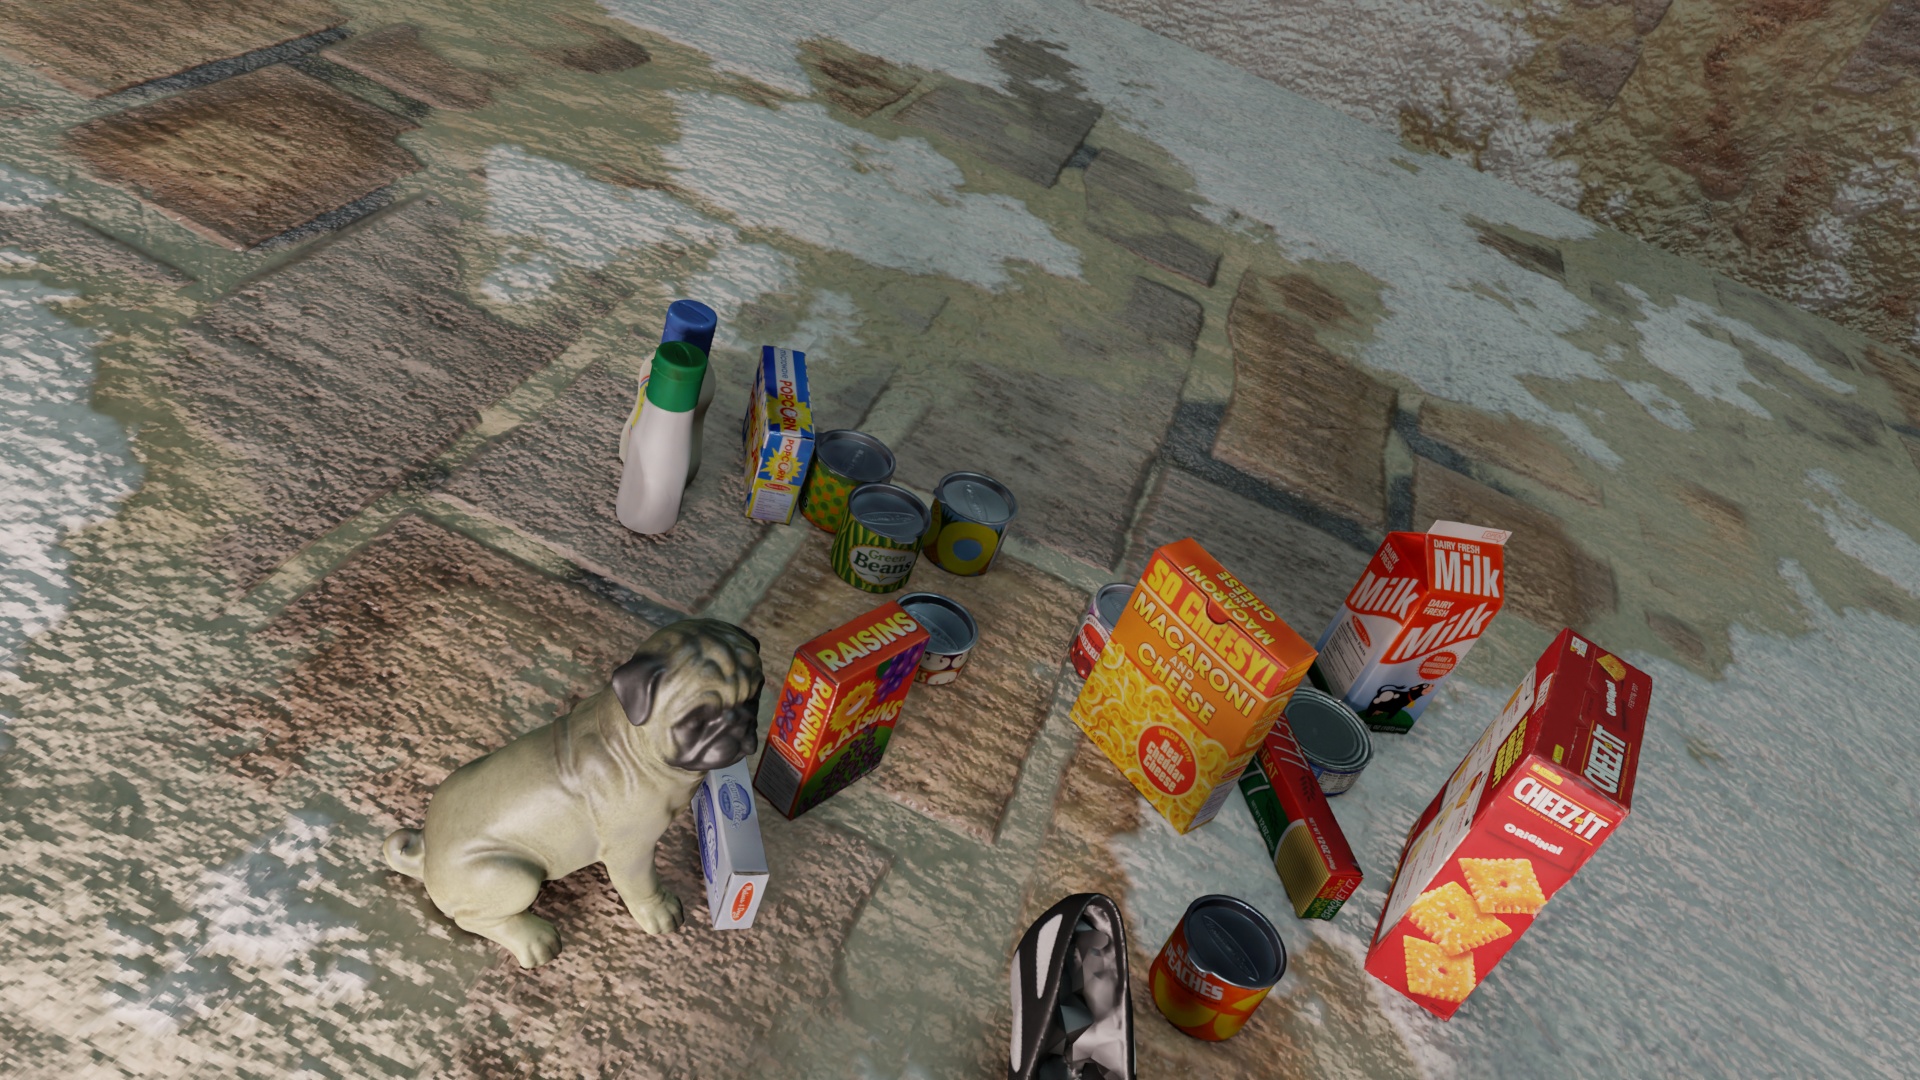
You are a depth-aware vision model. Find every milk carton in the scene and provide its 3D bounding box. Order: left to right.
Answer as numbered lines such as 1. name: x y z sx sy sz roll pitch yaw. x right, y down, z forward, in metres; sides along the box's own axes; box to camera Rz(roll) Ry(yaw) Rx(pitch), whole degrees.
1. milk carton: 0.353 0.060 1.088 0.072 0.189 0.074 7 38 -20

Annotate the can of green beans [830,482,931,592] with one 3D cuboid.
1. can of green beans: -0.062 -0.002 1.066 0.071 0.057 0.071 14 36 -11

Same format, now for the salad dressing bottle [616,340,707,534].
1. salad dressing bottle: -0.215 -0.073 1.002 0.044 0.146 0.064 -1 41 -28

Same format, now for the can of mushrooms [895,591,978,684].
1. can of mushrooms: -0.025 0.072 1.010 0.071 0.033 0.071 14 36 -11

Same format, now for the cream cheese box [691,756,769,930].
1. cream cheese box: -0.136 0.168 0.810 0.024 0.053 0.104 4 39 -23

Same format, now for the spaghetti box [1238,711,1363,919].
1. spaghetti box: 0.223 0.157 1.014 0.029 0.050 0.251 7 38 -20

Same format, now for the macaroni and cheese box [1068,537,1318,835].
1. macaroni and cheese box: 0.154 0.101 0.952 0.040 0.165 0.124 -16 50 -41

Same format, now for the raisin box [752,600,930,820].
1. raisin box: -0.075 0.105 0.864 0.040 0.122 0.086 40 39 23

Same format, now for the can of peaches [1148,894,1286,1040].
1. can of peaches: 0.152 0.259 0.839 0.071 0.057 0.071 14 36 -11

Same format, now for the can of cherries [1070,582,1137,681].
1. can of cherries: 0.122 0.075 1.061 0.071 0.058 0.072 14 36 -11

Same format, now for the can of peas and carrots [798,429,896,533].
1. can of peas and carrots: -0.093 -0.047 1.107 0.071 0.058 0.071 14 36 -11

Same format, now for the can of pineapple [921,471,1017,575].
1. can of pineapple: 0.004 -0.014 1.116 0.071 0.057 0.071 14 36 -11

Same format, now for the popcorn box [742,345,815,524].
1. popcorn box: -0.147 -0.086 1.108 0.038 0.084 0.127 9 37 -18

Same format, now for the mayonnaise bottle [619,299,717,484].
1. mayonnaise bottle: -0.217 -0.110 1.049 0.065 0.147 0.041 33 37 15
